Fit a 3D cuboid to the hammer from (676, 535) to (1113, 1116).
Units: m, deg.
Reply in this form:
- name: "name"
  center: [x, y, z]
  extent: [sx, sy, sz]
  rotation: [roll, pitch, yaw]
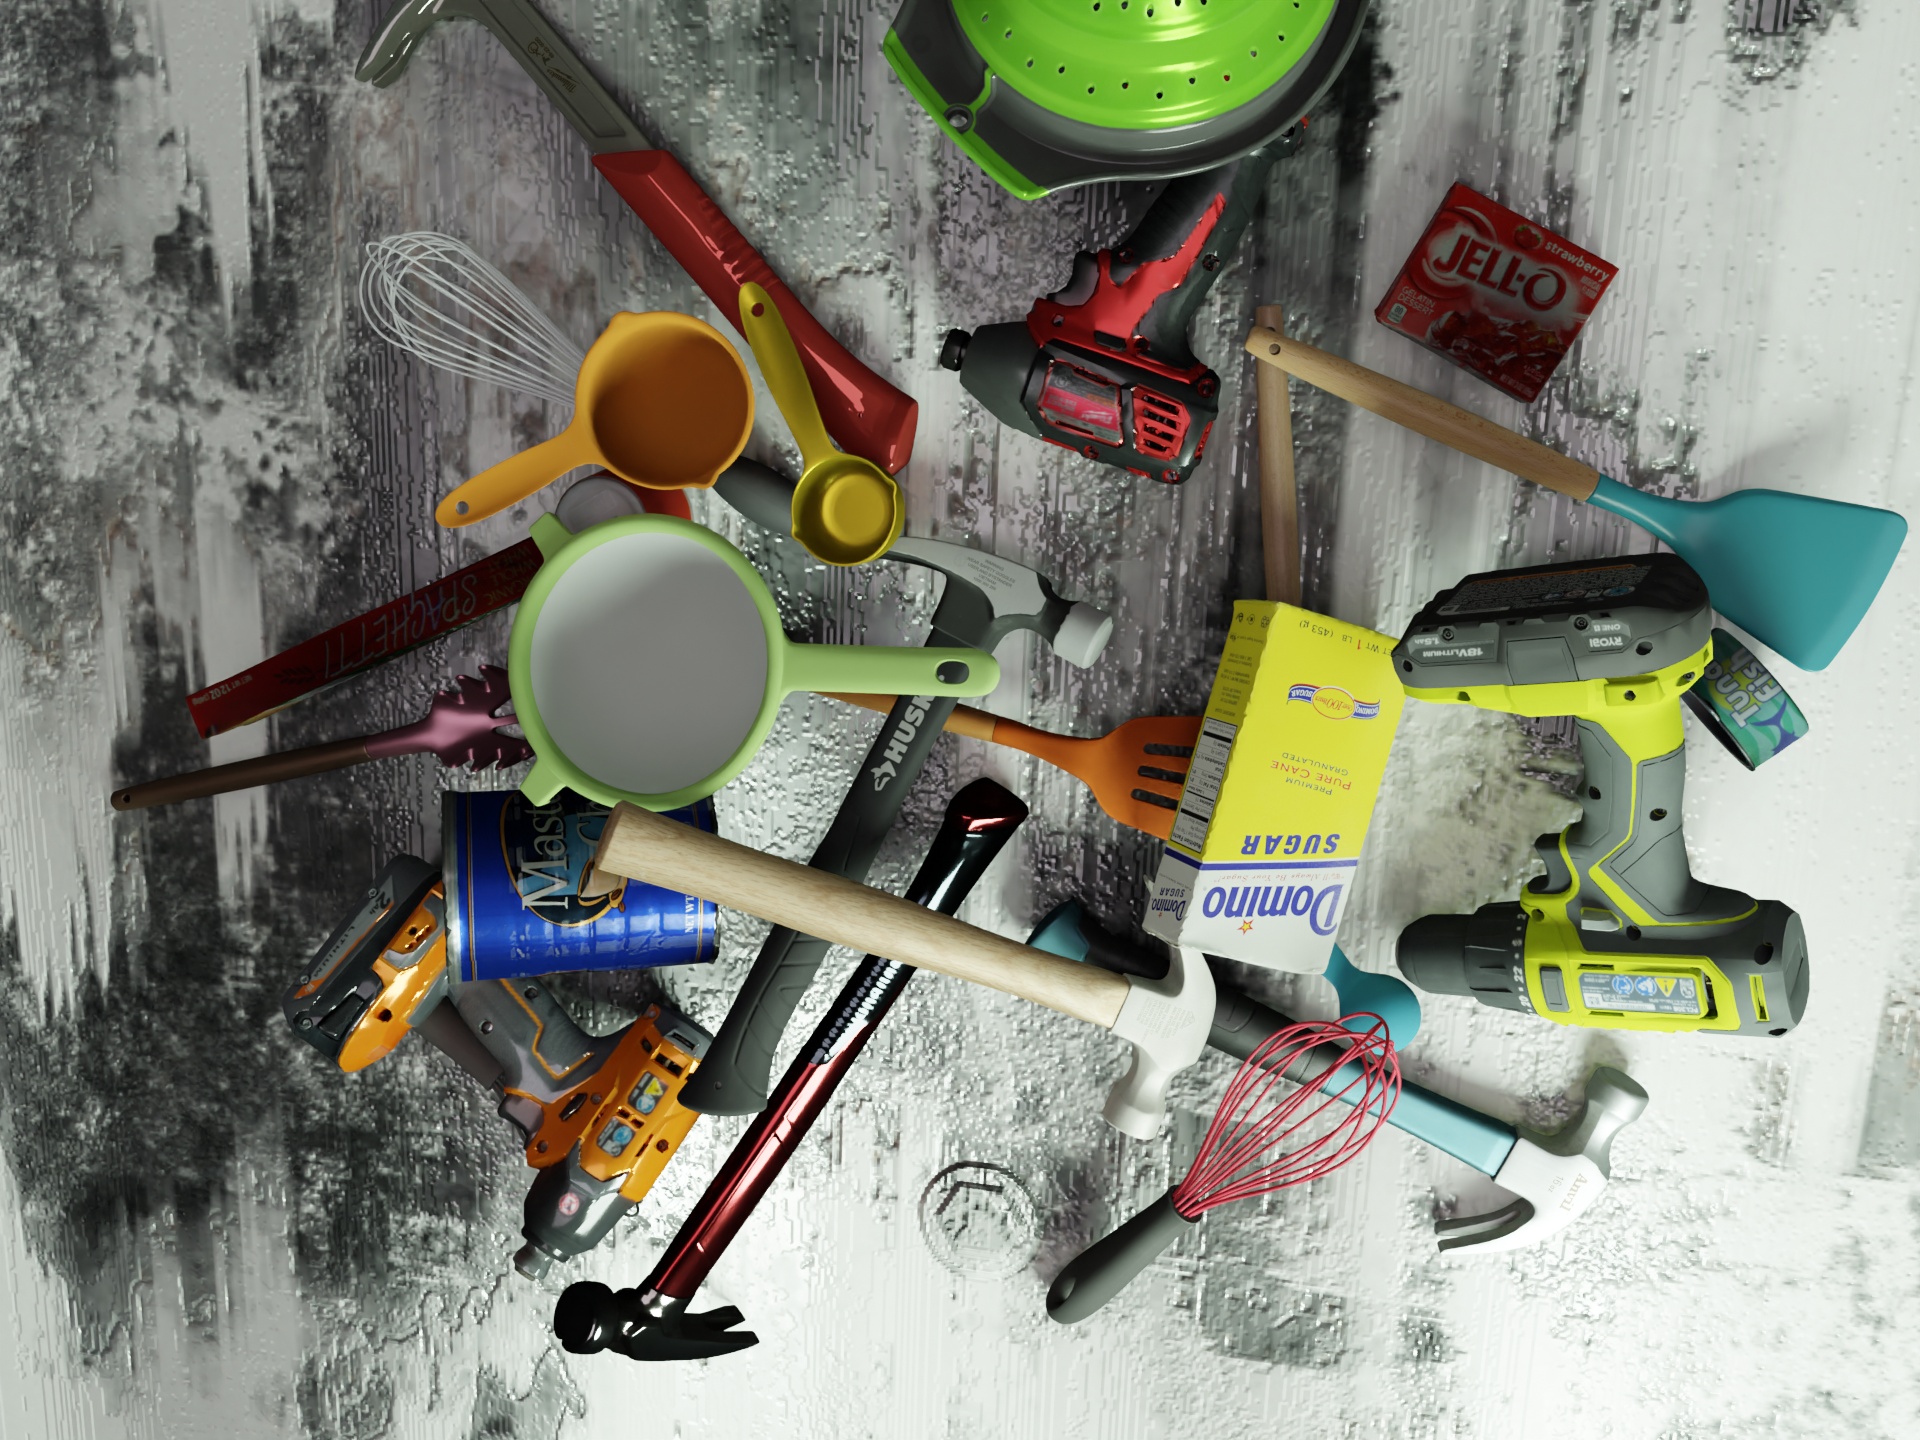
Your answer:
- name: "hammer"
  center: [-0.061, 0.059, 0.840]
  extent: [0.146, 0.035, 0.335]
  rotation: [28, 91, 13]

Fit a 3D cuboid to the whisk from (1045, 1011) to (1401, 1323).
- name: "whisk"
  center: [0.133, 0.249, 0.854]
  extent: [0.073, 0.073, 0.295]
  rotation: [39, 122, 1]

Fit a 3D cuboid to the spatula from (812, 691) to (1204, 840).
- name: "spatula"
  center: [-0.001, -0.003, 0.873]
  extent: [0.322, 0.041, 0.081]
  rotation: [16, 103, 12]

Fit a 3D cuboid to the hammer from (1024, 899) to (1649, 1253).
- name: "hammer"
  center: [0.189, 0.183, 0.866]
  extent: [0.331, 0.033, 0.128]
  rotation: [25, 104, 6]

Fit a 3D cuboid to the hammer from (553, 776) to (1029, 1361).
- name: "hammer"
  center: [-0.072, 0.203, 0.902]
  extent: [0.038, 0.143, 0.386]
  rotation: [39, 98, 40]

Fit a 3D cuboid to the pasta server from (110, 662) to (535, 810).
- name: "pasta server"
  center: [-0.377, 0.021, 0.944]
  extent: [0.316, 0.040, 0.060]
  rotation: [-11, 87, 14]

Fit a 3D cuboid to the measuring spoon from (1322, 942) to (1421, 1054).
- name: "measuring spoon"
  center: [0.191, 0.122, 0.836]
  extent: [0.042, 0.021, 0.129]
  rotation: [-43, 81, -3]

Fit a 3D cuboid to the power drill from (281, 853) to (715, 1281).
- name: "power drill"
  center: [-0.265, 0.198, 0.906]
  extent: [0.226, 0.084, 0.164]
  rotation: [33, 72, 4]

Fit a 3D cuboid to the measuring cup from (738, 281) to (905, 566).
- name: "measuring cup"
  center: [-0.075, -0.153, 0.820]
  extent: [0.062, 0.029, 0.156]
  rotation: [-24, 87, 17]

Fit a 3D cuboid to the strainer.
- name: "strainer"
  center: [-0.102, -0.028, 0.819]
  extent: [0.256, 0.069, 0.151]
  rotation: [2, 91, 12]

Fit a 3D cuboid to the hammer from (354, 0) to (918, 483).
- name: "hammer"
  center: [-0.157, -0.264, 0.842]
  extent: [0.149, 0.037, 0.359]
  rotation: [-40, 91, 16]

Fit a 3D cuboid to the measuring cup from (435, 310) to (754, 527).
- name: "measuring cup"
  center: [-0.186, -0.143, 0.814]
  extent: [0.173, 0.052, 0.095]
  rotation: [-27, 99, 3]

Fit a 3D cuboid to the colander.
- name: "colander"
  center: [0.139, -0.397, 0.672]
  extent: [0.397, 0.094, 0.204]
  rotation: [-41, 81, -2]

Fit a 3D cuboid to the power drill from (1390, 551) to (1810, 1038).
- name: "power drill"
  center: [0.286, 0.045, 0.765]
  extent: [0.190, 0.080, 0.228]
  rotation: [-4, 111, 39]

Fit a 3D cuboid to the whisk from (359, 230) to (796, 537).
- name: "whisk"
  center: [-0.198, -0.177, 0.862]
  extent: [0.284, 0.070, 0.070]
  rotation: [32, 106, -2]

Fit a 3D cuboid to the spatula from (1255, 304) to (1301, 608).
- name: "spatula"
  center: [0.171, -0.054, 0.828]
  extent: [0.060, 0.018, 0.316]
  rotation: [-4, 102, 9]

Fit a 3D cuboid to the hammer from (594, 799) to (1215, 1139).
- name: "hammer"
  center: [-0.020, 0.107, 0.805]
  extent: [0.331, 0.031, 0.130]
  rotation: [21, 98, -15]

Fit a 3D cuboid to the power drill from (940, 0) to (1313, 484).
- name: "power drill"
  center: [0.082, -0.239, 0.781]
  extent: [0.143, 0.078, 0.219]
  rotation: [20, 107, 7]

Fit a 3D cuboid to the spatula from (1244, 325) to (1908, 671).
- name: "spatula"
  center: [0.286, -0.124, 0.772]
  extent: [0.317, 0.044, 0.082]
  rotation: [24, 107, 2]

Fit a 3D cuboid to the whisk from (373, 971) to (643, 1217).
- name: "whisk"
  center: [-0.281, 0.215, 0.961]
  extent: [0.239, 0.055, 0.055]
  rotation: [40, 106, 5]
